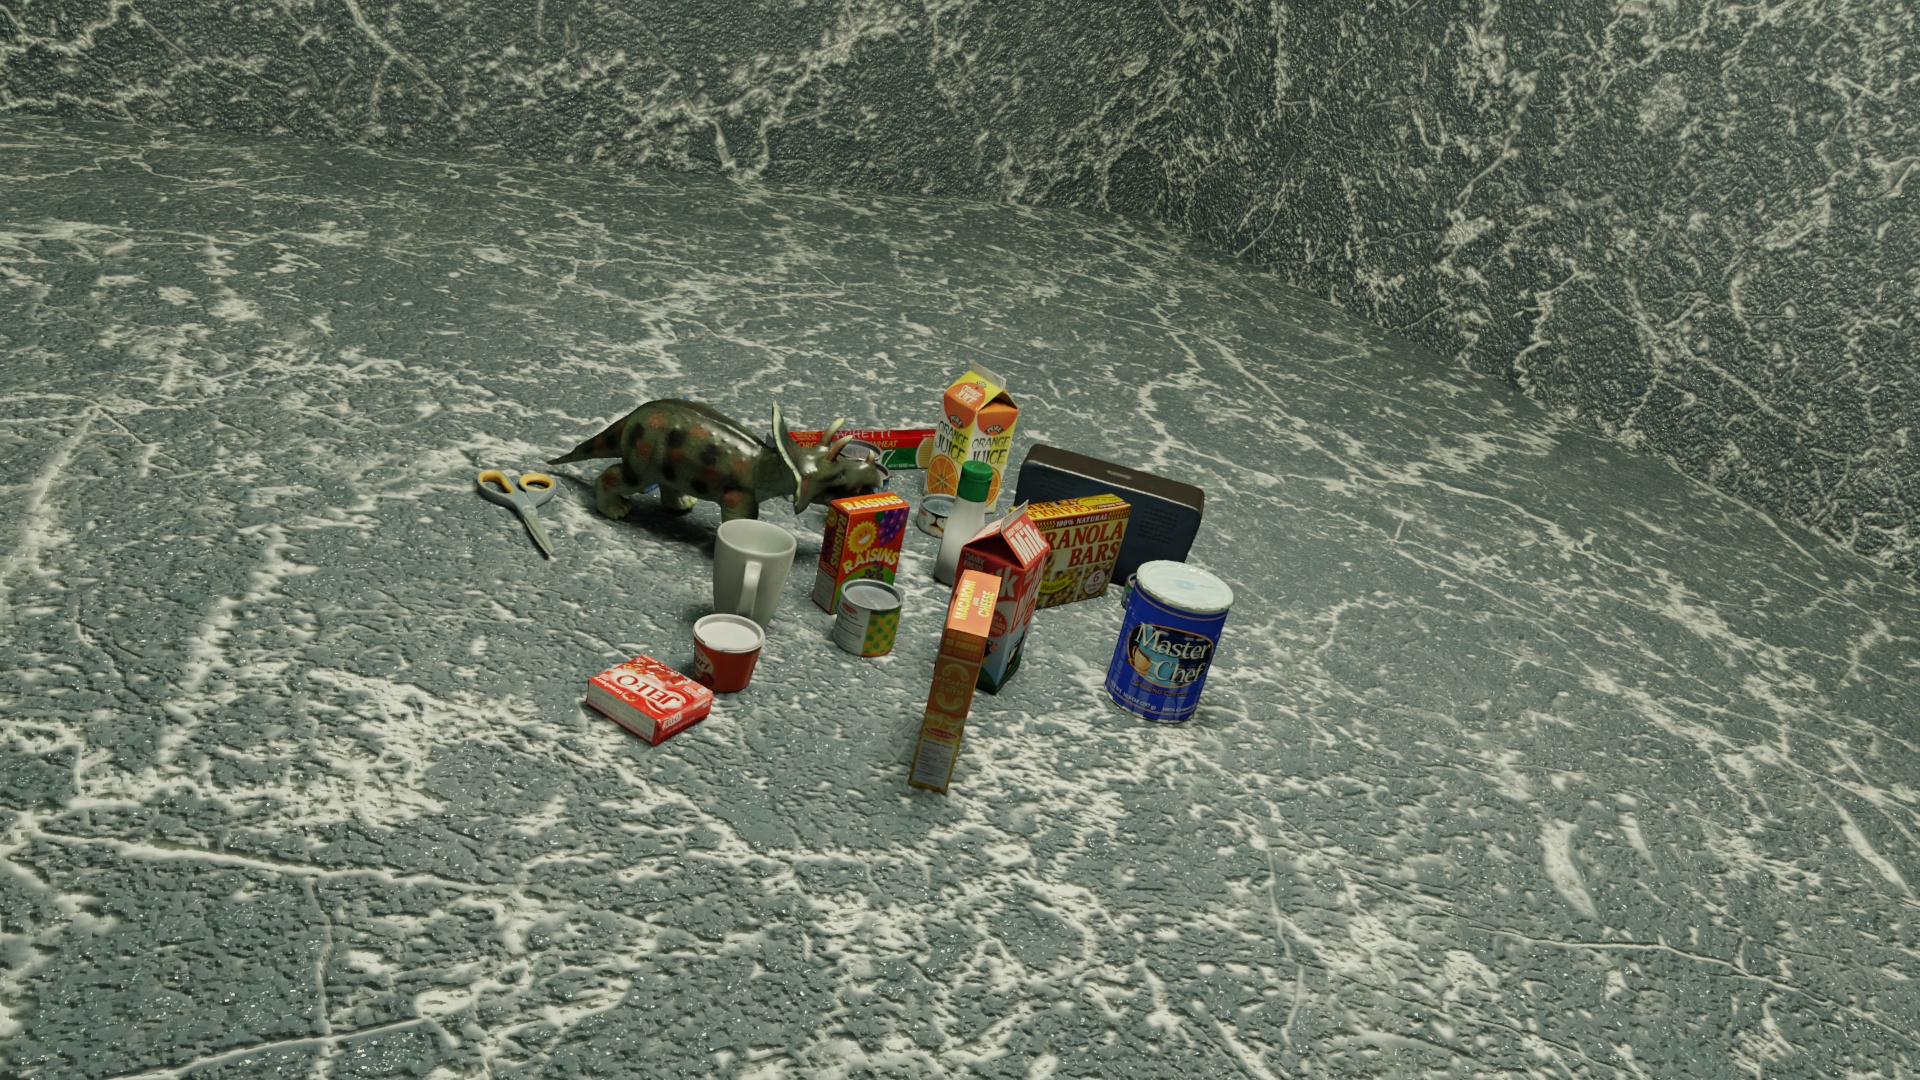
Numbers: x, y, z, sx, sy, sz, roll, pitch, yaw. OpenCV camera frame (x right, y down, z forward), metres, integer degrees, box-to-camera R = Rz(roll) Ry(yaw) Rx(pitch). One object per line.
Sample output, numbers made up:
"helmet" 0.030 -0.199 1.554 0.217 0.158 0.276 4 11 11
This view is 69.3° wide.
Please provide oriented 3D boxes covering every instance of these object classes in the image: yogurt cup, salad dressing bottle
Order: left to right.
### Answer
"yogurt cup" -0.225 0.109 1.335 0.072 0.053 0.073 11 24 -5
"salad dressing bottle" 0.006 -0.020 1.616 0.044 0.147 0.064 22 26 19

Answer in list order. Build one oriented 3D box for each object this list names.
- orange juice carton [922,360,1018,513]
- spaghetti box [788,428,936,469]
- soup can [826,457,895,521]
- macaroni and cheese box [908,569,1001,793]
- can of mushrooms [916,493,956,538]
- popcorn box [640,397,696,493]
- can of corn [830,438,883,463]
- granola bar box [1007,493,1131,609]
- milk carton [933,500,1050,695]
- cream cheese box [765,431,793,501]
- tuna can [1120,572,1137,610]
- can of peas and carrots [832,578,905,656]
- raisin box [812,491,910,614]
"orange juice carton" 0.016 -0.132 1.807 0.073 0.191 0.072 -7 31 -38
"spaghetti box" -0.125 -0.122 1.885 0.251 0.050 0.029 -4 29 -33
"soup can" -0.122 -0.049 1.690 0.071 0.083 0.071 11 24 -5
"macaroni and cheese box" -0.005 0.127 1.273 0.040 0.165 0.124 14 24 2
"can of mushrooms" -0.019 -0.030 1.761 0.071 0.033 0.071 11 25 -5
"popcorn box" -0.365 -0.119 1.714 0.038 0.084 0.127 20 25 14
"can of corn" -0.141 -0.094 1.806 0.071 0.058 0.071 11 24 -5
"granola bar box" 0.117 0.015 1.625 0.166 0.123 0.039 -9 32 -39
"milk carton" 0.036 0.053 1.423 0.073 0.189 0.072 21 25 17
"cream cheese box" -0.223 -0.094 1.772 0.024 0.053 0.104 -2 28 -30
"tuna can" 0.231 0.069 1.675 0.071 0.032 0.071 11 25 -5
"can of peas and carrots" -0.095 0.080 1.457 0.071 0.058 0.071 11 24 -5
"raisin box" -0.108 0.013 1.516 0.086 0.122 0.040 -9 32 -40
